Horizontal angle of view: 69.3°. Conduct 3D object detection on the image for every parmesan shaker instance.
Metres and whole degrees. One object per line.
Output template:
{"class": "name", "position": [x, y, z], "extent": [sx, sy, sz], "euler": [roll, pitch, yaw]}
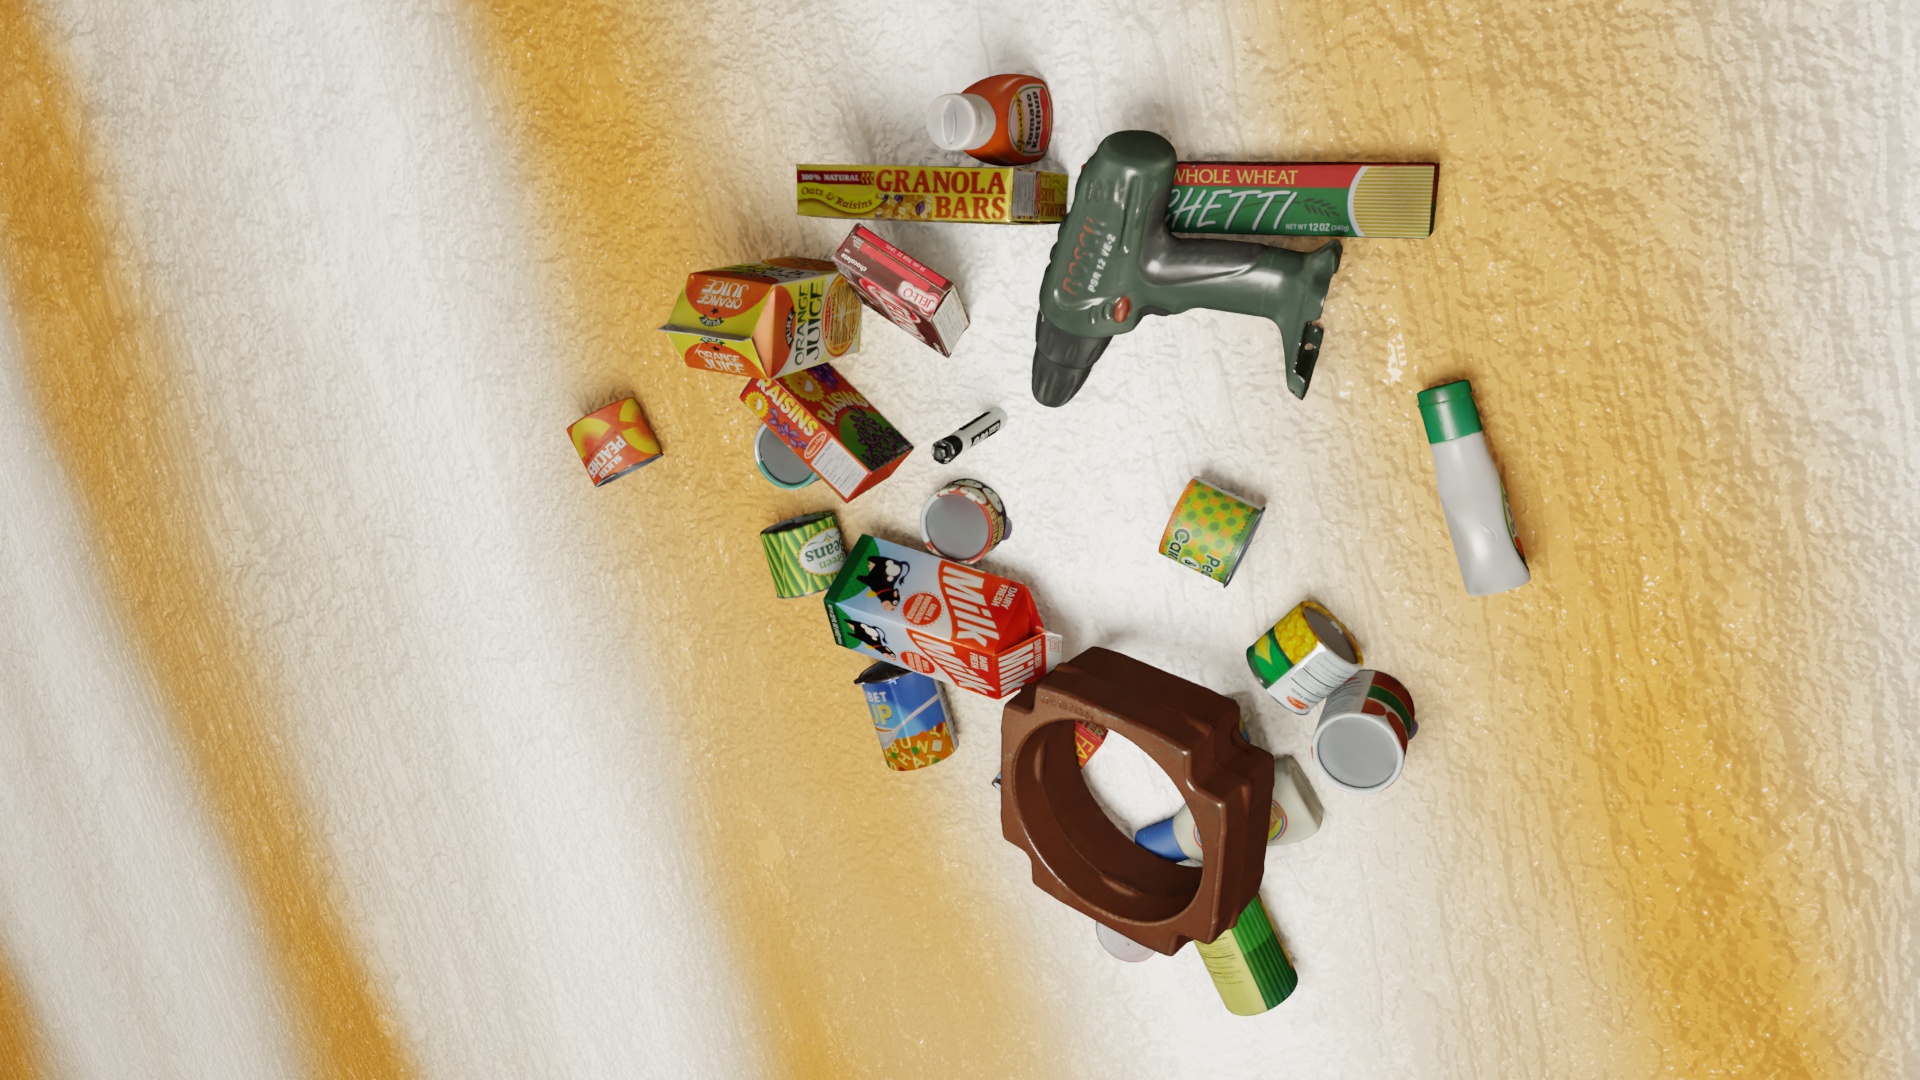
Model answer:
{"class": "parmesan shaker", "position": [0.222, 0.323, 1.130], "extent": [0.071, 0.071, 0.103], "euler": [-23, 97, 27]}

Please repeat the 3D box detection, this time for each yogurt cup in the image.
{"class": "yogurt cup", "position": [0.147, 0.316, 1.164], "extent": [0.072, 0.054, 0.072], "euler": [7, 108, 21]}

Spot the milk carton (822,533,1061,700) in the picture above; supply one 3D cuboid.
{"class": "milk carton", "position": [-0.007, 0.067, 1.126], "extent": [0.191, 0.074, 0.072], "euler": [18, 147, 16]}

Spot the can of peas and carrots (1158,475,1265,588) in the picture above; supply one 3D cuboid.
{"class": "can of peas and carrots", "position": [0.187, -0.006, 1.039], "extent": [0.059, 0.071, 0.070], "euler": [27, 114, 14]}

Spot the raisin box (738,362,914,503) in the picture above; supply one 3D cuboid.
{"class": "raisin box", "position": [-0.107, -0.095, 1.123], "extent": [0.123, 0.086, 0.040], "euler": [44, 119, 5]}

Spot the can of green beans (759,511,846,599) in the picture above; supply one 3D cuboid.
{"class": "can of green beans", "position": [-0.131, 0.012, 1.177], "extent": [0.071, 0.071, 0.057], "euler": [-9, 102, 25]}

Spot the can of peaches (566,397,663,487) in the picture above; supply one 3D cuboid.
{"class": "can of peaches", "position": [-0.303, -0.086, 1.215], "extent": [0.071, 0.071, 0.058], "euler": [-24, 95, 27]}

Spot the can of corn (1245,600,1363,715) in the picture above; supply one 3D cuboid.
{"class": "can of corn", "position": [0.258, 0.086, 1.042], "extent": [0.071, 0.071, 0.058], "euler": [45, 116, 4]}

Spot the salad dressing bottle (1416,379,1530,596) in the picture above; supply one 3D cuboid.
{"class": "salad dressing bottle", "position": [0.355, -0.037, 0.967], "extent": [0.044, 0.064, 0.147], "euler": [-16, 92, 18]}

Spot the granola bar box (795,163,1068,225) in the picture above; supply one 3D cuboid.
{"class": "granola bar box", "position": [-0.019, -0.252, 1.016], "extent": [0.165, 0.124, 0.039], "euler": [7, 104, 21]}

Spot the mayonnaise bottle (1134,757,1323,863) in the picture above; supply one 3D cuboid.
{"class": "mayonnaise bottle", "position": [0.212, 0.227, 1.116], "extent": [0.147, 0.041, 0.064], "euler": [-27, 96, 26]}

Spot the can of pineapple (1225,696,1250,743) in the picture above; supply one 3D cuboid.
{"class": "can of pineapple", "position": [0.193, 0.163, 1.088], "extent": [0.071, 0.071, 0.057], "euler": [-16, 100, 26]}

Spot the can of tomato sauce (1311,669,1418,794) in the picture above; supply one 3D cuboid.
{"class": "can of tomato sauce", "position": [0.300, 0.143, 1.030], "extent": [0.071, 0.083, 0.071], "euler": [7, 109, 21]}

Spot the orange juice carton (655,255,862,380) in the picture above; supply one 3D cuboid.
{"class": "orange juice carton", "position": [-0.147, -0.169, 1.057], "extent": [0.072, 0.193, 0.072], "euler": [12, 110, 20]}

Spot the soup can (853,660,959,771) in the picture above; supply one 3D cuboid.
{"class": "soup can", "position": [-0.046, 0.146, 1.182], "extent": [0.071, 0.071, 0.083], "euler": [-11, 102, 25]}

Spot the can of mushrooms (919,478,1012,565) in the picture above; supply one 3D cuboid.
{"class": "can of mushrooms", "position": [0.004, -0.014, 1.132], "extent": [0.071, 0.033, 0.070], "euler": [6, 108, 21]}

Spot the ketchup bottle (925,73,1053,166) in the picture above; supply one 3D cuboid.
{"class": "ketchup bottle", "position": [0.021, -0.294, 0.974], "extent": [0.043, 0.149, 0.064], "euler": [7, 109, 22]}

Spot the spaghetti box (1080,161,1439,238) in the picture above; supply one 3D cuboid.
{"class": "spaghetti box", "position": [0.205, -0.242, 0.982], "extent": [0.250, 0.029, 0.050], "euler": [6, 109, 21]}

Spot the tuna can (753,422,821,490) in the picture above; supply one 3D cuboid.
{"class": "tuna can", "position": [-0.137, -0.076, 1.171], "extent": [0.071, 0.033, 0.070], "euler": [7, 108, 21]}

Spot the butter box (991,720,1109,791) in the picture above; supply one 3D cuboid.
{"class": "butter box", "position": [0.075, 0.184, 1.169], "extent": [0.053, 0.024, 0.103], "euler": [38, 116, 7]}
